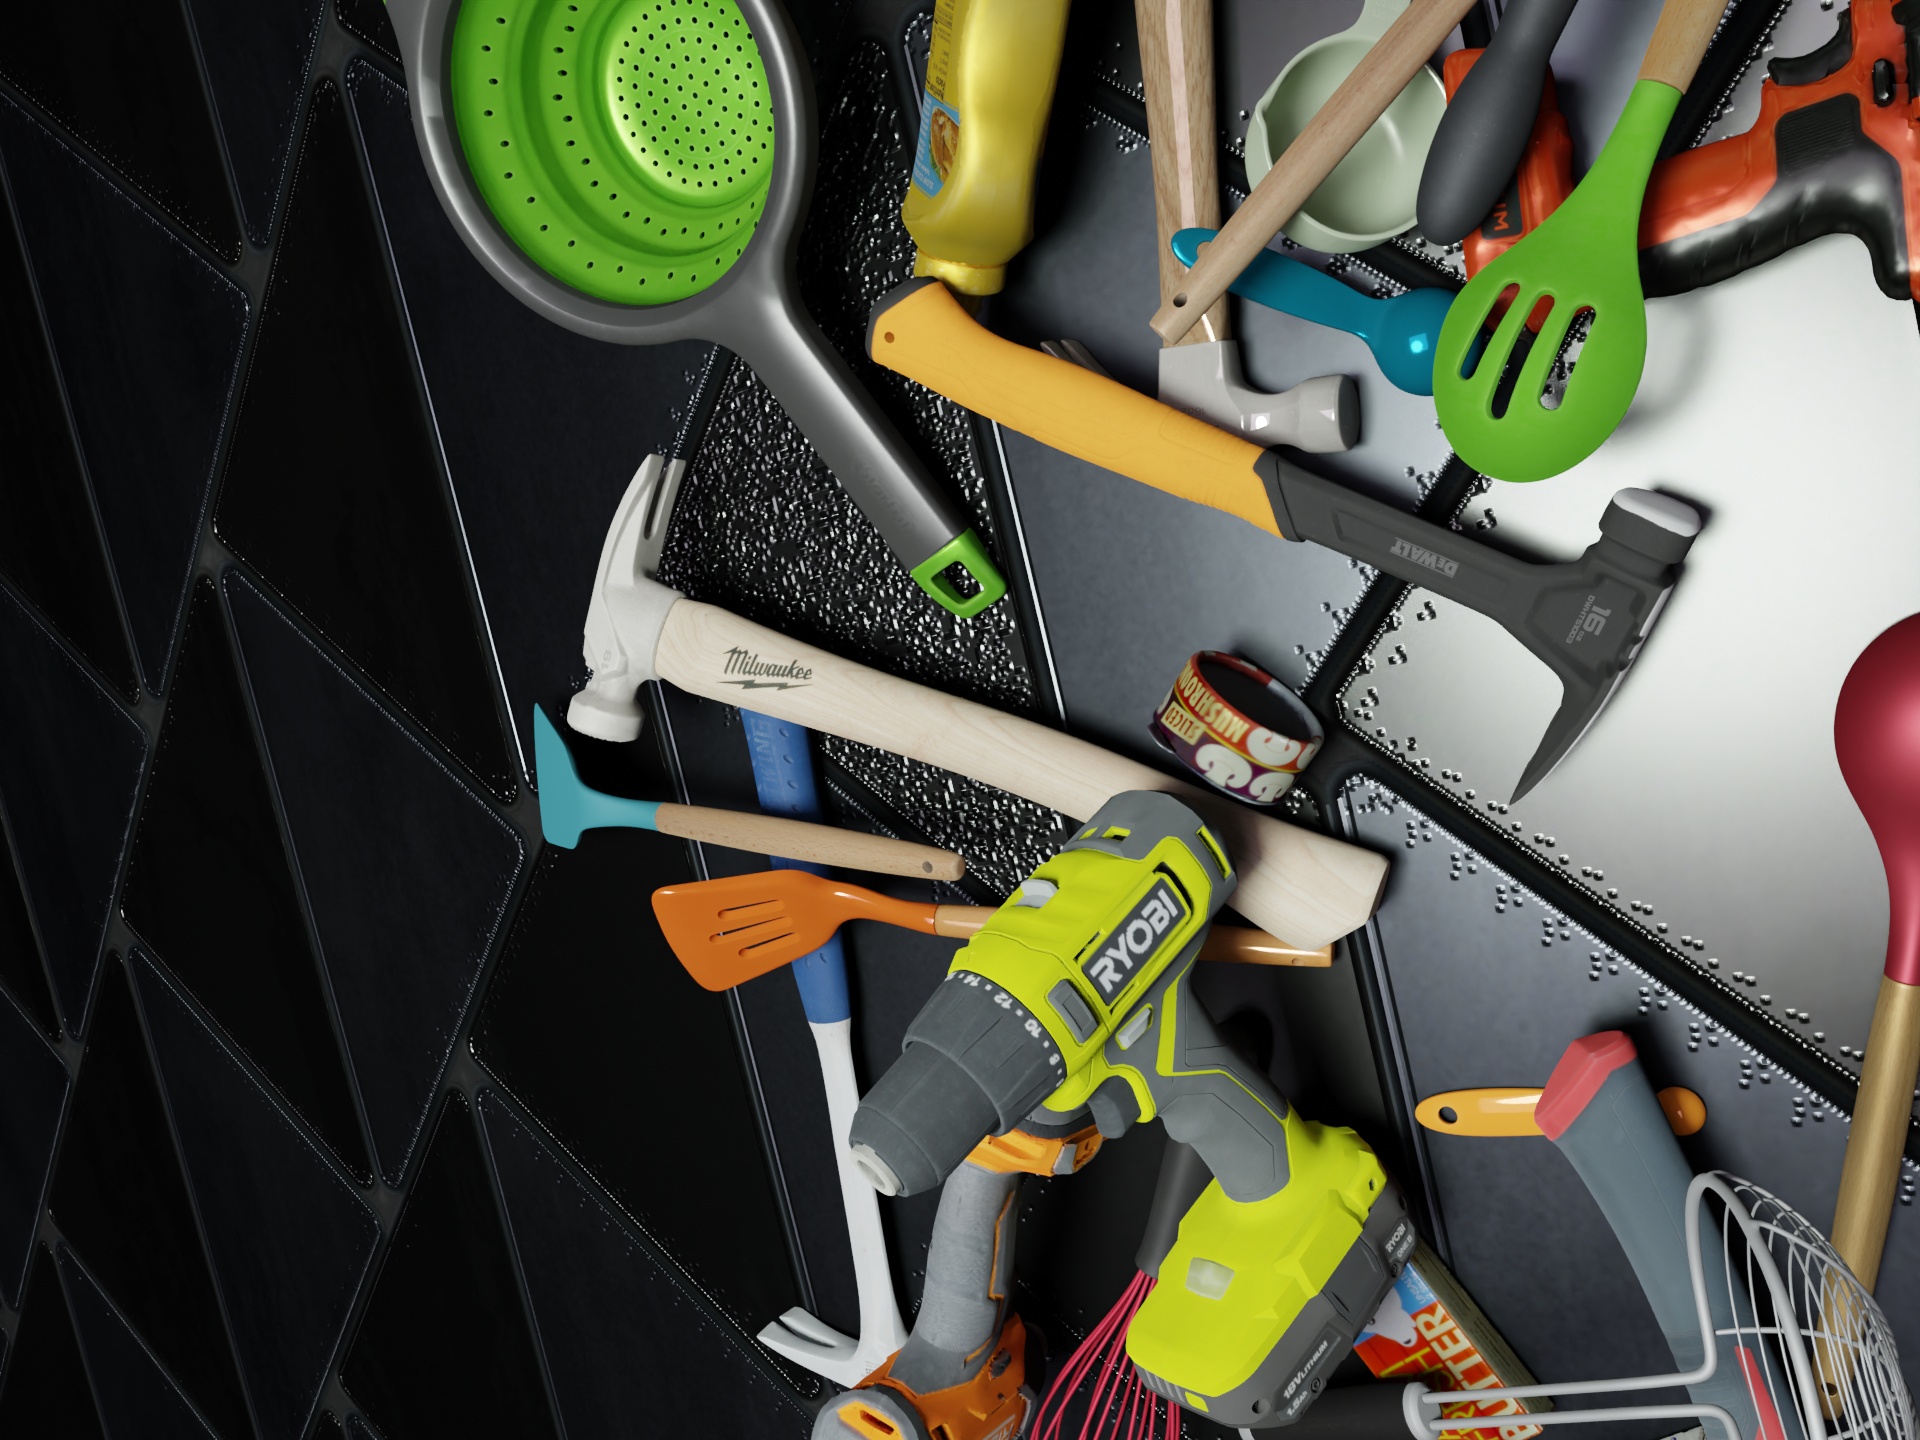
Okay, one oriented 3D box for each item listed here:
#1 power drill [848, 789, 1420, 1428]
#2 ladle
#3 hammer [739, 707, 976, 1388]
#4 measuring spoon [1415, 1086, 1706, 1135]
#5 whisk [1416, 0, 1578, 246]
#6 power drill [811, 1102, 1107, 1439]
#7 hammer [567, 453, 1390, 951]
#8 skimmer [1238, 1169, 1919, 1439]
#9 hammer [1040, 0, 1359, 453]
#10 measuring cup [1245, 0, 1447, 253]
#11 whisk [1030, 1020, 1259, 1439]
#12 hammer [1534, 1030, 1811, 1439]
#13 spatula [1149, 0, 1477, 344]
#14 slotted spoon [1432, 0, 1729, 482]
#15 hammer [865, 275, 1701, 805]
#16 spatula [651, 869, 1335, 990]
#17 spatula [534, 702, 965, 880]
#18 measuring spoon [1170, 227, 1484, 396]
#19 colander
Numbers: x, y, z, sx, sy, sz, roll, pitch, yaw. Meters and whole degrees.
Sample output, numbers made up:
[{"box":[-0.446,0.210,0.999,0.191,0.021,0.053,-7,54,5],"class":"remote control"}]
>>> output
[{"box":[0.073,0.168,0.635,0.080,0.190,0.228,-6,122,57],"class":"power drill"},{"box":[0.337,0.116,0.577,0.069,0.031,0.315,10,107,30],"class":"ladle"},{"box":[-0.073,0.169,0.847,0.144,0.035,0.405,-5,98,33],"class":"hammer"},{"box":[0.243,0.163,0.655,0.117,0.011,0.021,-10,95,34],"class":"measuring spoon"},{"box":[0.212,-0.289,0.500,0.070,0.070,0.284,30,112,24],"class":"whisk"},{"box":[0.019,0.244,0.747,0.084,0.164,0.226,19,98,28],"class":"power drill"},{"box":[-0.001,-0.002,0.740,0.411,0.038,0.146,20,101,21],"class":"hammer"},{"box":[0.192,0.257,0.596,0.363,0.090,0.127,-42,46,54],"class":"skimmer"},{"box":[0.087,-0.270,0.649,0.130,0.031,0.331,0,100,32],"class":"hammer"},{"box":[0.153,-0.259,0.604,0.083,0.038,0.167,11,88,-8],"class":"measuring cup"},{"box":[0.089,0.275,0.753,0.073,0.073,0.295,22,106,27],"class":"whisk"},{"box":[0.325,0.296,0.586,0.143,0.038,0.386,-22,84,10],"class":"hammer"},{"box":[0.177,-0.256,0.551,0.316,0.018,0.060,-48,68,12],"class":"spatula"},{"box":[0.231,-0.227,0.504,0.070,0.031,0.313,29,105,32],"class":"slotted spoon"},{"box":[0.105,-0.093,0.640,0.337,0.034,0.127,28,123,18],"class":"hammer"},{"box":[0.010,0.103,0.747,0.323,0.041,0.080,2,135,22],"class":"spatula"},{"box":[-0.126,0.049,0.822,0.318,0.044,0.082,7,104,33],"class":"spatula"},{"box":[0.141,-0.163,0.610,0.128,0.021,0.042,22,93,0],"class":"measuring spoon"},{"box":[-0.096,-0.223,0.755,0.204,0.094,0.397,-32,100,33],"class":"colander"}]
